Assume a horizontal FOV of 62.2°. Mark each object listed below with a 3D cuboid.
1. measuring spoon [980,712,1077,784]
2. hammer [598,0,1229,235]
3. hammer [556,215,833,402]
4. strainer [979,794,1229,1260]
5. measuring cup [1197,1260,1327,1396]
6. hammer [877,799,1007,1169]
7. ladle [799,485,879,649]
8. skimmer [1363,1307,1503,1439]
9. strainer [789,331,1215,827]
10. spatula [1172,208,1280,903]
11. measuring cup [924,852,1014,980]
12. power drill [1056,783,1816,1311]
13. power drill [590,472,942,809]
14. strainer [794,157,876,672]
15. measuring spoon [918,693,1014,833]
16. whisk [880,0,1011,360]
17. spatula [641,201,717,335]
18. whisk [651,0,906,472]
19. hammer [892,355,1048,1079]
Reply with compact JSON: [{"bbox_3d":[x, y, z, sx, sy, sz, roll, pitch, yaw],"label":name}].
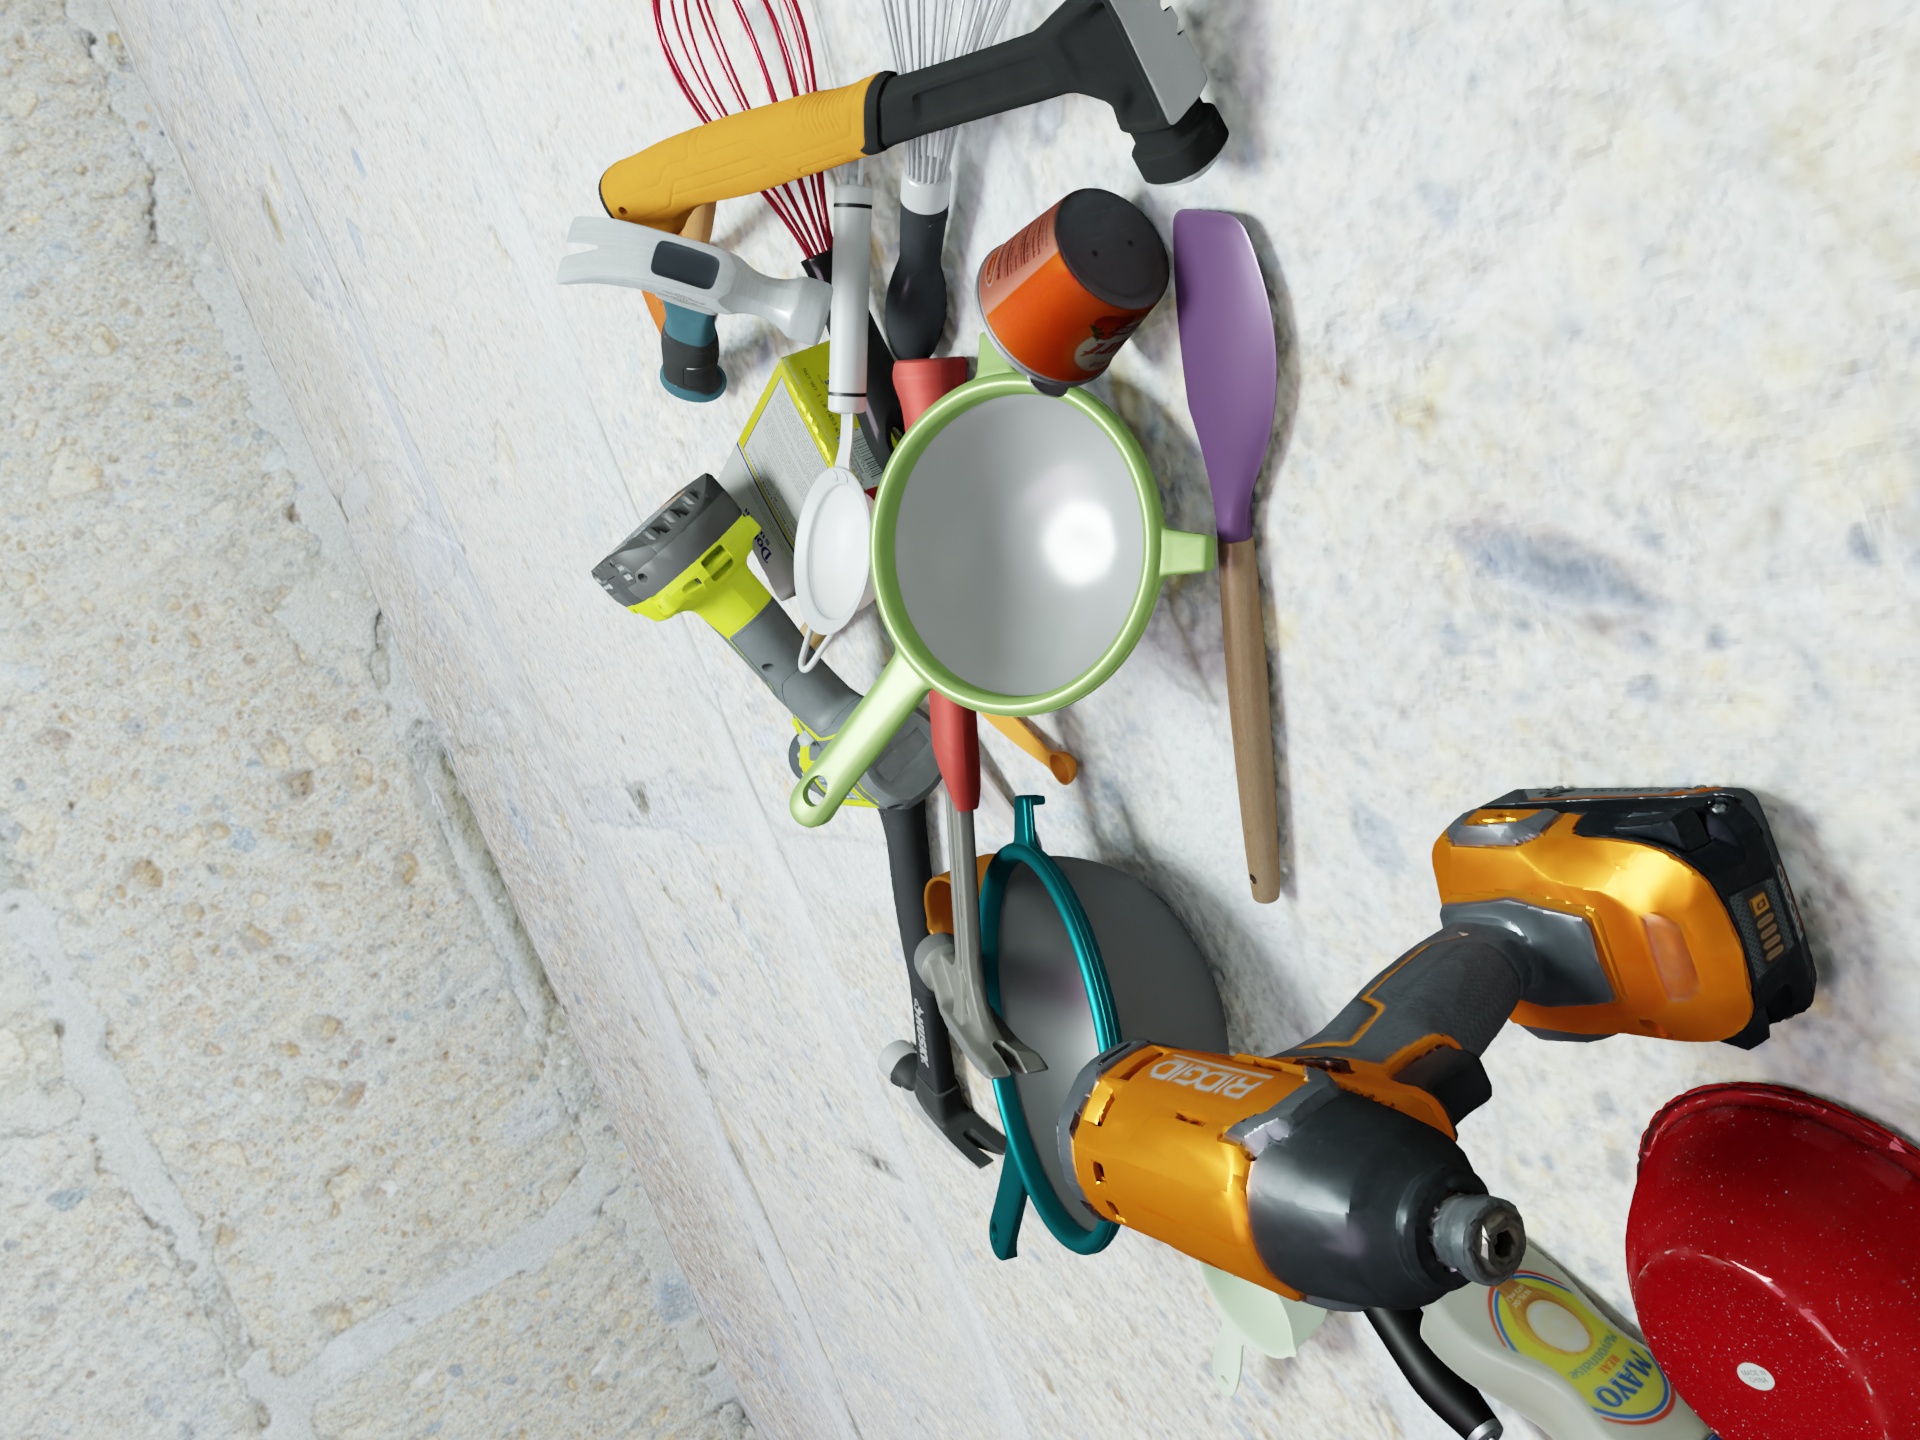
[{"bbox_3d":[0.031,0.001,0.896,0.117,0.011,0.021,42,147,44],"label":"measuring spoon"},{"bbox_3d":[-0.053,-0.251,0.654,0.337,0.034,0.127,5,143,46],"label":"hammer"},{"bbox_3d":[-0.148,-0.214,0.878,0.331,0.128,0.033,-162,89,-80],"label":"hammer"},{"bbox_3d":[0.076,0.206,0.878,0.340,0.095,0.211,98,159,-46],"label":"strainer"},{"bbox_3d":[0.170,0.342,0.915,0.083,0.038,0.167,44,150,36],"label":"measuring cup"},{"bbox_3d":[-0.024,0.177,1.128,0.146,0.035,0.334,38,144,43],"label":"hammer"},{"bbox_3d":[-0.074,-0.077,0.977,0.315,0.069,0.031,144,123,-70],"label":"ladle"},{"bbox_3d":[0.296,0.360,0.706,0.364,0.090,0.127,55,158,41],"label":"skimmer"},{"bbox_3d":[0.007,-0.042,0.745,0.152,0.069,0.256,50,119,20],"label":"strainer"},{"bbox_3d":[0.119,-0.053,0.669,0.060,0.018,0.315,35,141,52],"label":"spatula"},{"bbox_3d":[0.038,0.163,0.982,0.095,0.052,0.173,6,120,60],"label":"measuring cup"},{"bbox_3d":[0.159,0.099,0.492,0.164,0.226,0.084,-5,109,63],"label":"power drill"},{"bbox_3d":[-0.120,-0.035,0.993,0.228,0.080,0.190,48,163,-14],"label":"power drill"},{"bbox_3d":[-0.055,-0.152,0.799,0.087,0.050,0.258,25,116,56],"label":"strainer"},{"bbox_3d":[0.014,0.025,0.948,0.124,0.018,0.034,54,160,4],"label":"measuring spoon"},{"bbox_3d":[-0.013,-0.258,0.691,0.070,0.070,0.284,52,156,24],"label":"whisk"},{"bbox_3d":[-0.159,-0.275,0.910,0.323,0.041,0.081,-168,54,-79],"label":"spatula"},{"bbox_3d":[-0.079,-0.257,0.811,0.073,0.073,0.295,11,128,59],"label":"whisk"},{"bbox_3d":[-0.001,-0.003,0.817,0.149,0.036,0.359,-143,48,-69],"label":"hammer"}]
